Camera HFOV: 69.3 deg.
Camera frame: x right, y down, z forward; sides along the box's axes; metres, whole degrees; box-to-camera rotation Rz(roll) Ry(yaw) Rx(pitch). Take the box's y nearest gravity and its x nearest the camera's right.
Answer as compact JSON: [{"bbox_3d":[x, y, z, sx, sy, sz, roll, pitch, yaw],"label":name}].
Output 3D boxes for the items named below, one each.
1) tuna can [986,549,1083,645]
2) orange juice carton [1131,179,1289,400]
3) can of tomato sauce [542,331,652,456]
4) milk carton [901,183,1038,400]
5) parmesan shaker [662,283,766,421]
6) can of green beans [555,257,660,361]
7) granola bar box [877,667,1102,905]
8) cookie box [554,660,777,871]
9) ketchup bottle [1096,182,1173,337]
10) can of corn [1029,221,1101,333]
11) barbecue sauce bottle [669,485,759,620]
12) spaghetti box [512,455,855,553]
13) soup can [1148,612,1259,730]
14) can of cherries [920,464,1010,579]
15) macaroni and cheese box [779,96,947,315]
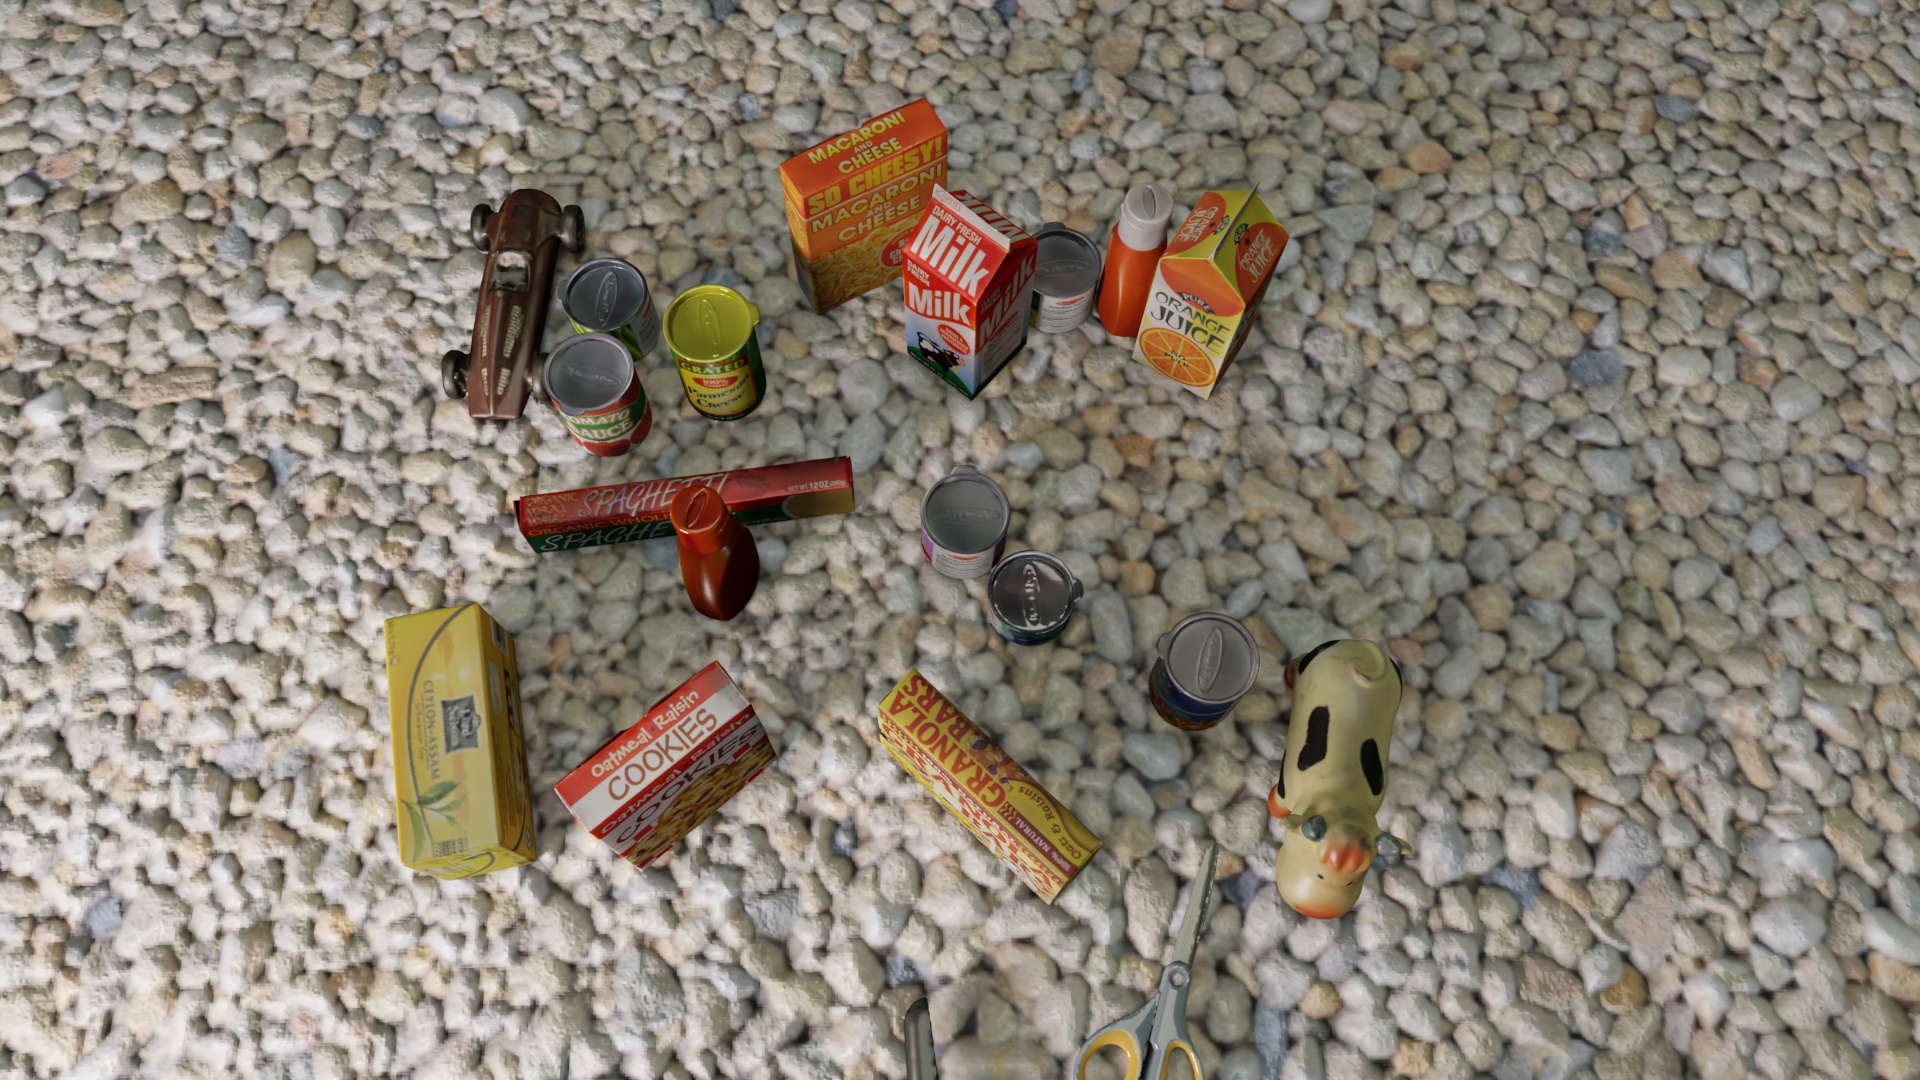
[{"bbox_3d":[0.055,0.043,1.035,0.071,0.032,0.071,0,68,-1],"label":"tuna can"},{"bbox_3d":[0.189,-0.191,1.045,0.073,0.192,0.072,31,71,10],"label":"orange juice carton"},{"bbox_3d":[-0.275,-0.108,1.060,0.071,0.082,0.071,0,69,-1],"label":"can of tomato sauce"},{"bbox_3d":[0.006,-0.191,1.042,0.072,0.190,0.073,39,73,13],"label":"milk carton"},{"bbox_3d":[-0.183,-0.142,1.065,0.071,0.102,0.071,0,69,-1],"label":"parmesan shaker"},{"bbox_3d":[-0.276,-0.181,1.102,0.071,0.057,0.071,0,69,-1],"label":"can of green beans"},{"bbox_3d":[0.015,0.169,0.934,0.166,0.123,0.039,41,74,14],"label":"granola bar box"},{"bbox_3d":[-0.188,0.151,0.913,0.123,0.166,0.040,-39,74,-15],"label":"cookie box"},{"bbox_3d":[0.135,-0.220,1.079,0.043,0.148,0.065,-3,69,-2],"label":"ketchup bottle"},{"bbox_3d":[0.078,-0.212,1.123,0.071,0.058,0.071,0,69,-1],"label":"can of corn"},{"bbox_3d":[-0.174,0.006,0.982,0.044,0.148,0.065,20,70,6],"label":"barbecue sauce bottle"},{"bbox_3d":[-0.204,-0.027,1.047,0.250,0.050,0.029,-8,69,-4],"label":"spaghetti box"},{"bbox_3d":[0.169,0.094,0.990,0.071,0.083,0.071,0,69,-1],"label":"soup can"},{"bbox_3d":[0.004,-0.013,1.042,0.071,0.058,0.072,0,69,-1],"label":"can of cherries"},{"bbox_3d":[-0.072,-0.256,1.079,0.124,0.166,0.040,-28,72,-12],"label":"macaroni and cheese box"}]
